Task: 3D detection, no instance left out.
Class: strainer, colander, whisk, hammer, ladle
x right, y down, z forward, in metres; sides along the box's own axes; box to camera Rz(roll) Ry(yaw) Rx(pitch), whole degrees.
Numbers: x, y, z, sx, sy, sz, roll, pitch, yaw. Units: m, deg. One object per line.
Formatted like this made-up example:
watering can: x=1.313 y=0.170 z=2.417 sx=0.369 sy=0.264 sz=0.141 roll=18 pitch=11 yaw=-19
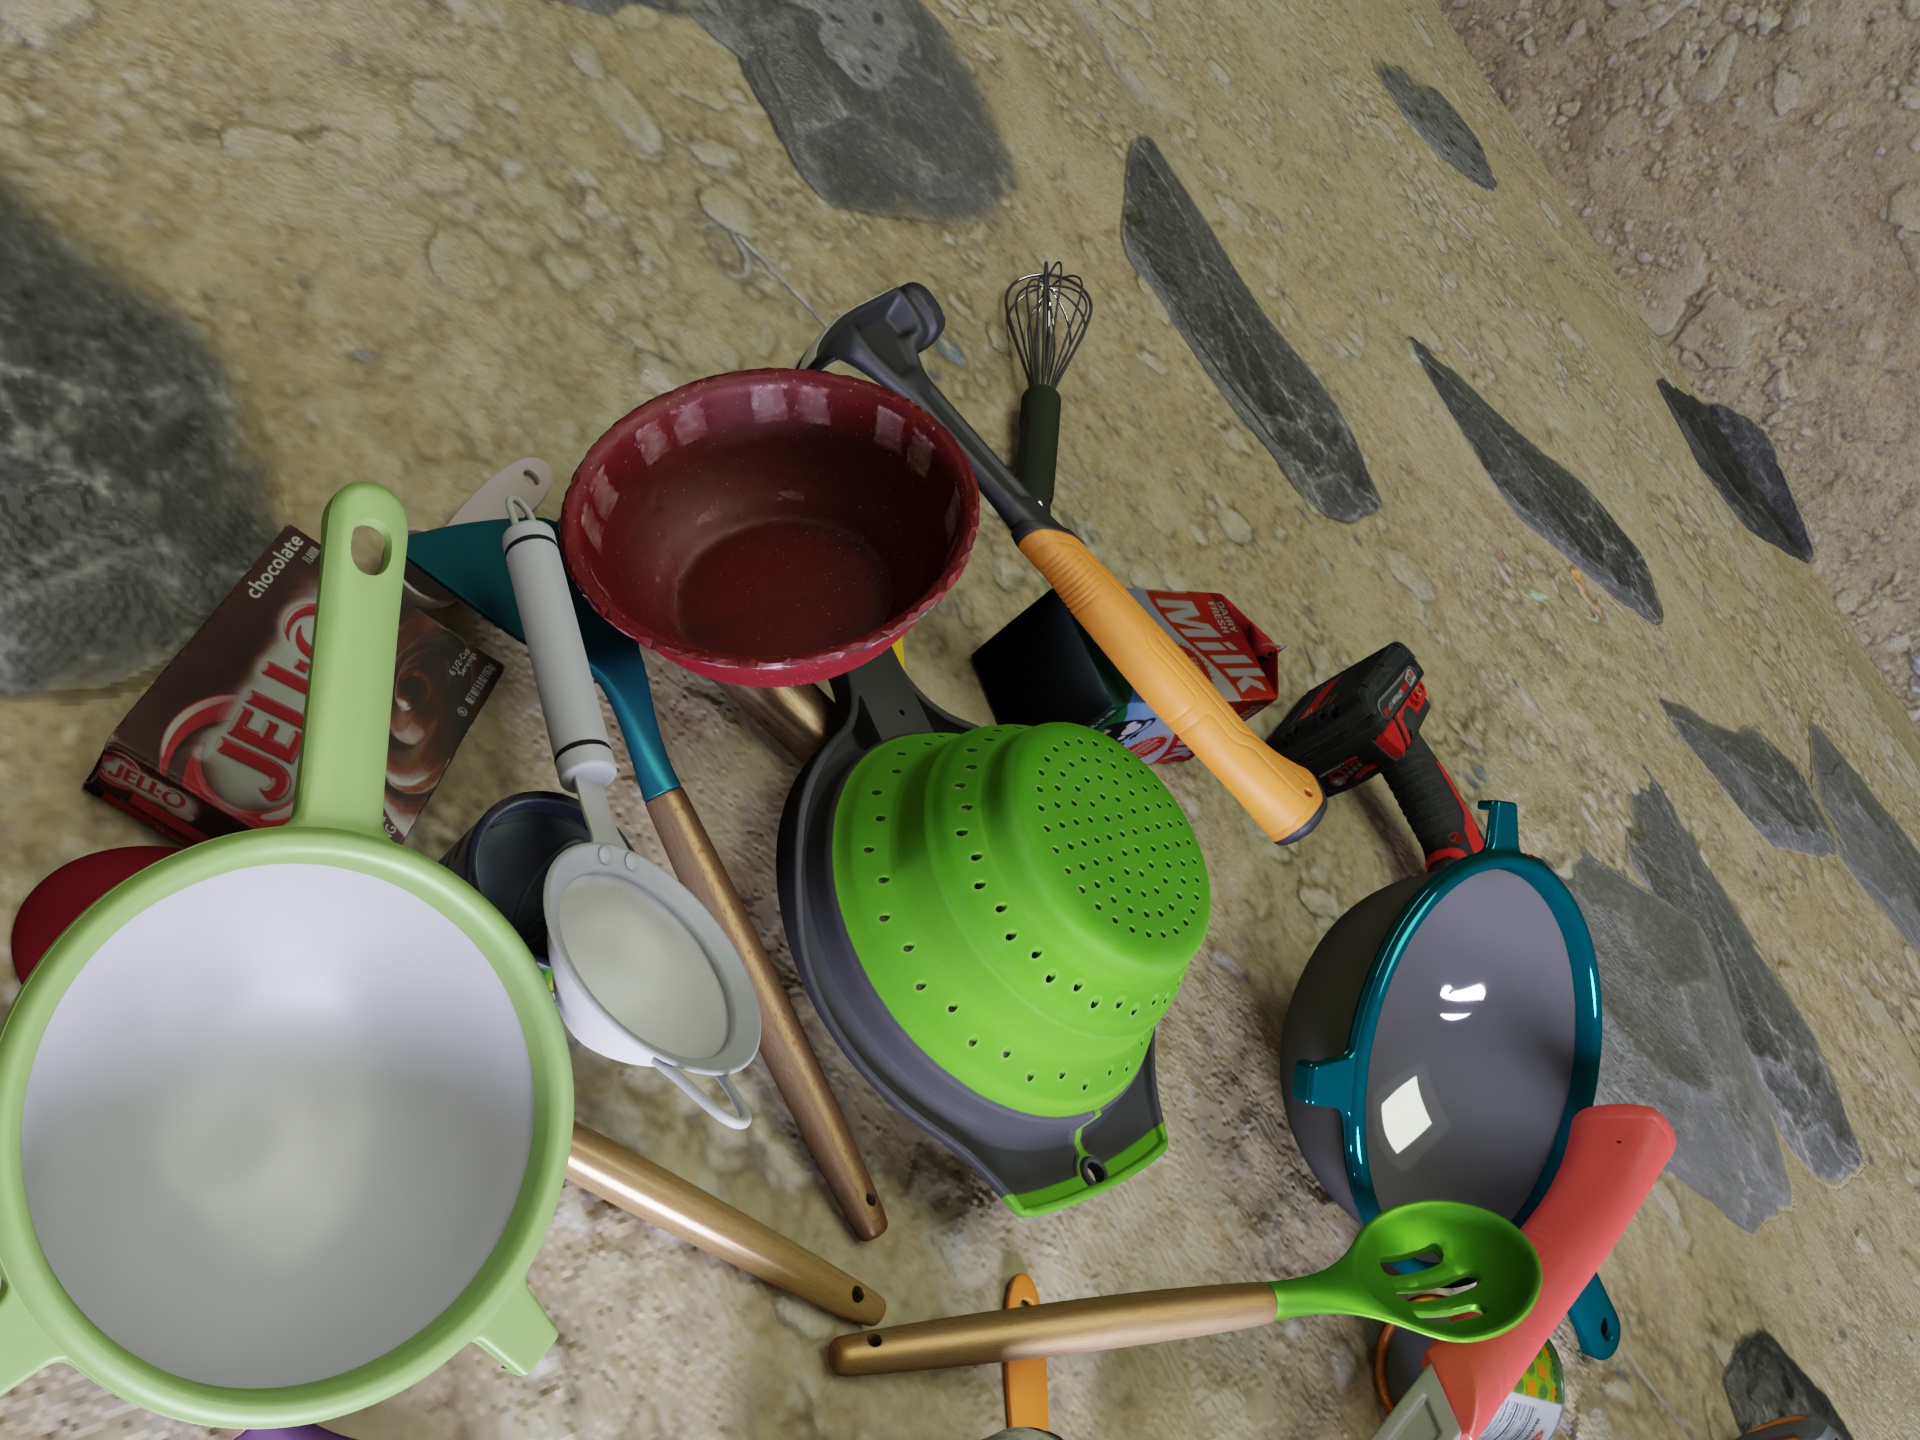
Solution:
strainer: x=0.256 y=0.214 z=0.828 sx=0.211 sy=0.095 sz=0.340 roll=-46 pitch=121 yaw=-27
colander: x=-0.001 y=-0.002 z=0.671 sx=0.204 sy=0.094 sz=0.397 roll=-6 pitch=64 yaw=-49
whisk: x=0.050 y=-0.206 z=0.995 sx=0.059 sy=0.057 sz=0.247 roll=7 pitch=50 yaw=0
hammer: x=0.055 y=-0.067 z=0.769 sx=0.337 sy=0.034 sz=0.127 roll=47 pitch=37 yaw=-4
ladle: x=-0.147 y=0.131 z=0.518 sx=0.315 sy=0.031 sz=0.069 roll=36 pitch=46 yaw=-23
strainer: x=-0.188 y=0.058 z=0.448 sx=0.151 sy=0.069 sz=0.256 roll=15 pitch=65 yaw=-40
strainer: x=-0.122 y=0.024 z=0.523 sx=0.086 sy=0.050 sz=0.259 roll=27 pitch=35 yaw=-53
hammer: x=0.233 y=0.274 z=0.680 sx=0.149 sy=0.036 sz=0.359 roll=31 pitch=39 yaw=32
hammer: x=-0.048 y=0.021 z=0.708 sx=0.331 sy=0.031 sz=0.130 roll=43 pitch=37 yaw=-11

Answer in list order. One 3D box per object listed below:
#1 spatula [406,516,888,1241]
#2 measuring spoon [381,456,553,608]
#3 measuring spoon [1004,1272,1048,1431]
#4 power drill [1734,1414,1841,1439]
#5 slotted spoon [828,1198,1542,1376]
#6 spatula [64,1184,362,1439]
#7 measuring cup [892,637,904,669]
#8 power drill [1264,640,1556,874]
spatula: x=-0.109 y=0.055 z=0.611 sx=0.082 sy=0.044 sz=0.317 roll=-22 pitch=85 yaw=-56
measuring spoon: x=-0.199 y=-0.078 z=0.649 sx=0.034 sy=0.018 sz=0.124 roll=47 pitch=30 yaw=-15
measuring spoon: x=0.029 y=0.267 z=0.602 sx=0.021 sy=0.011 sz=0.117 roll=26 pitch=44 yaw=-31
power drill: x=0.440 y=0.476 z=0.810 sx=0.226 sy=0.084 sz=0.164 roll=-4 pitch=64 yaw=-52
slotted spoon: x=0.097 y=0.230 z=0.624 sx=0.313 sy=0.031 sz=0.070 roll=2 pitch=30 yaw=-24
spatula: x=-0.207 y=0.168 z=0.429 sx=0.316 sy=0.018 sz=0.060 roll=48 pitch=32 yaw=-7
measuring cup: x=-0.047 y=-0.059 z=0.789 sx=0.062 sy=0.029 sz=0.157 roll=14 pitch=63 yaw=-40
power drill: x=0.293 y=0.072 z=0.994 sx=0.219 sy=0.078 sz=0.143 roll=54 pitch=37 yaw=-2
